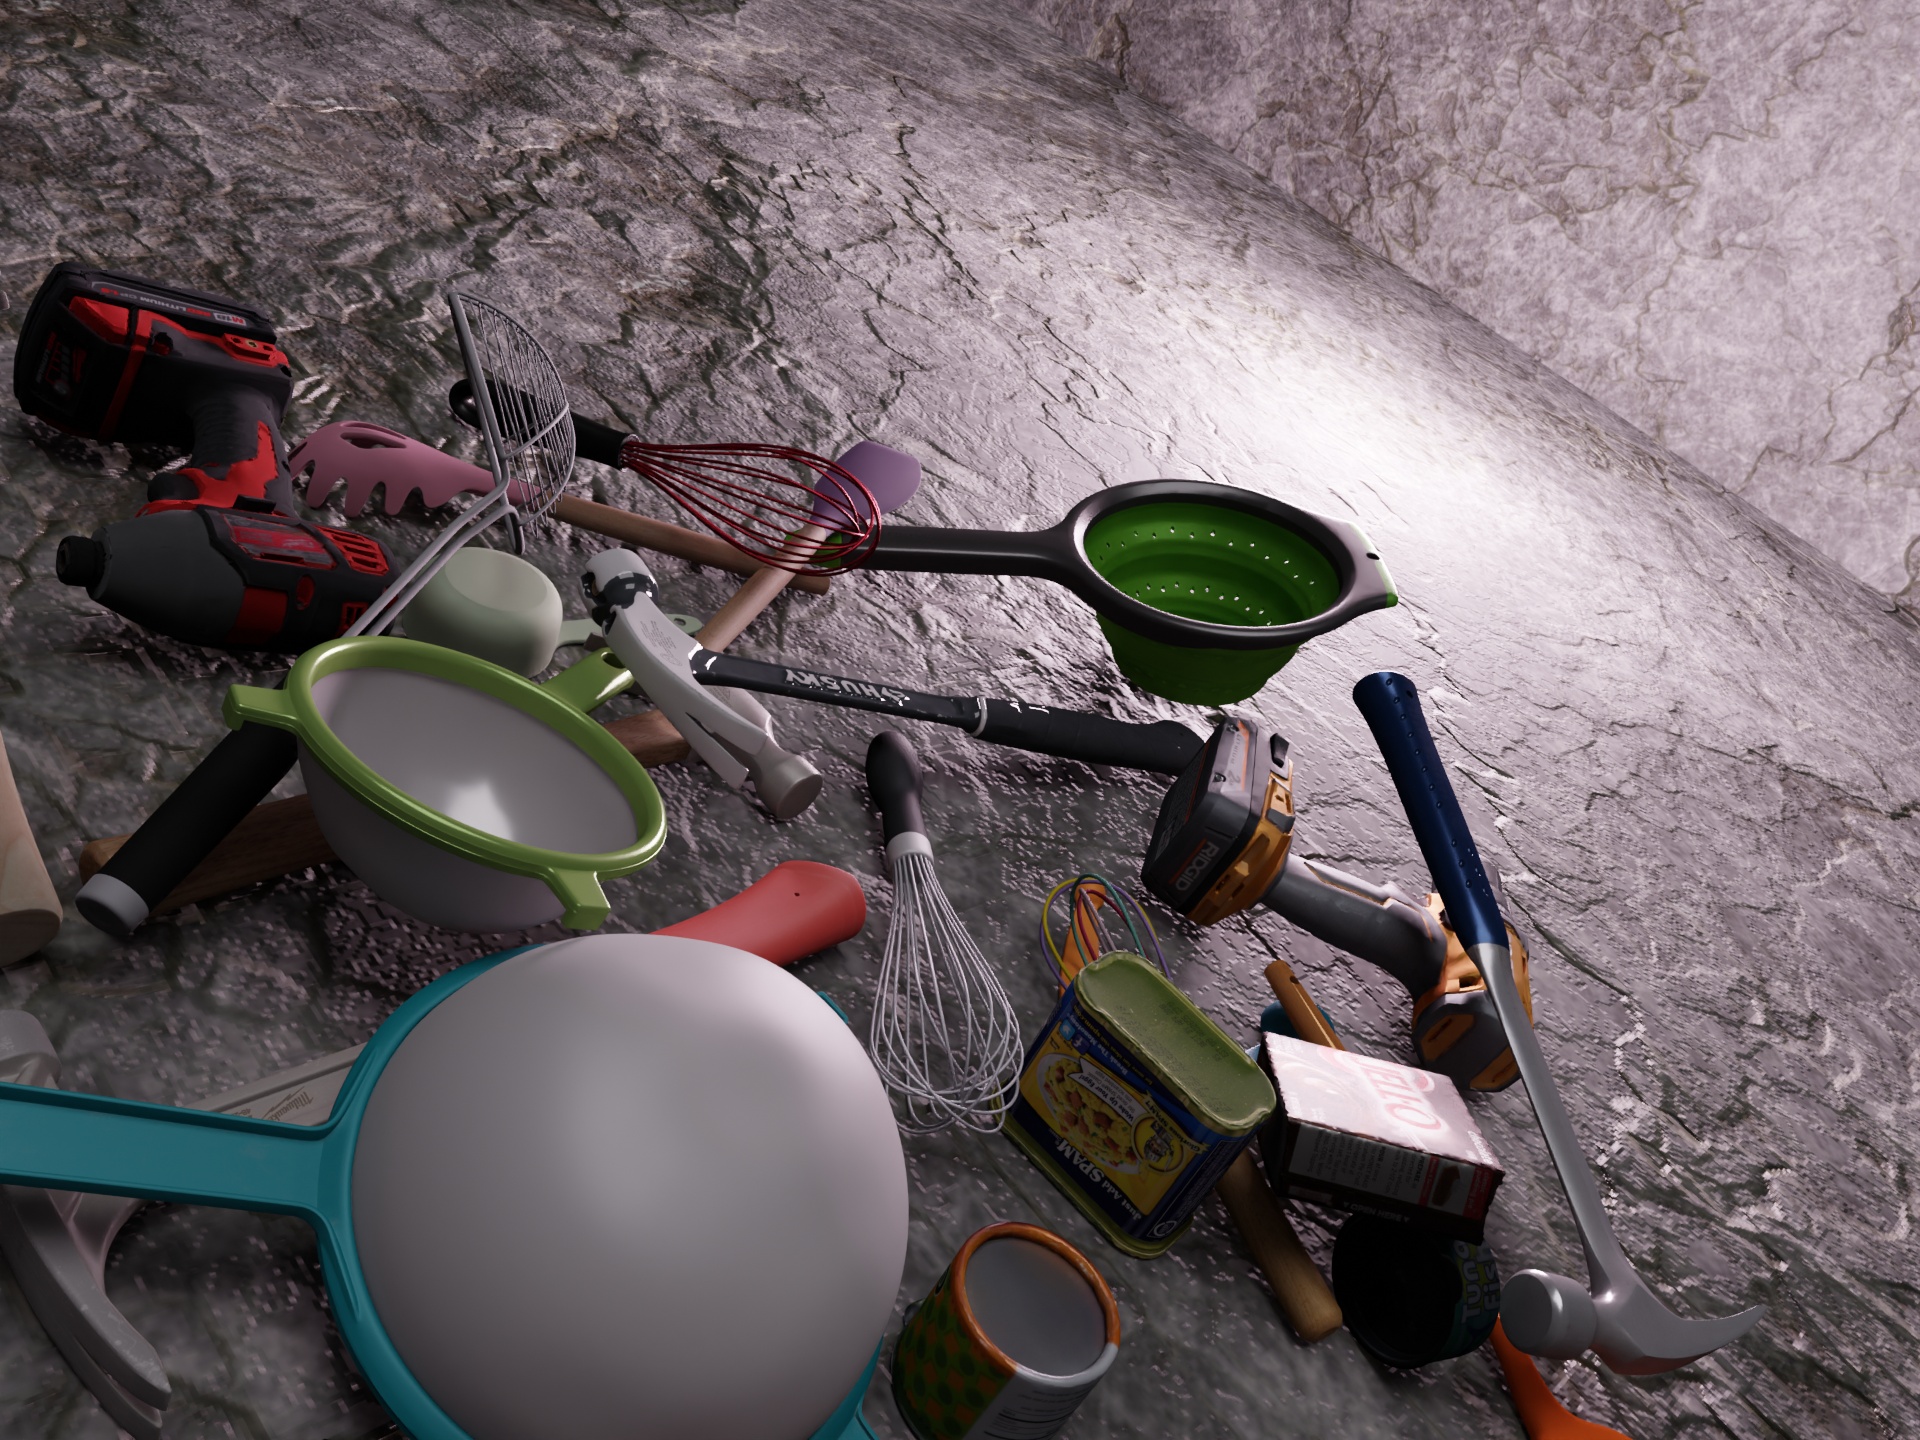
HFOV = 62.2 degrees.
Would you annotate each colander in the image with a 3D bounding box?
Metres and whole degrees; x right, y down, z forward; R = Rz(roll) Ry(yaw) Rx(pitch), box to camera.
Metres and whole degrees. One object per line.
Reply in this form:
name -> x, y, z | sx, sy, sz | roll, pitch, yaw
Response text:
colander -> 0.081, -0.078, 1.058 | 0.397, 0.094, 0.205 | 2, 36, -7

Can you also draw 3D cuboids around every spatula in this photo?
spatula -> 0.230, 0.236, 0.725 | 0.081, 0.041, 0.323 | 0, 45, -35
spatula -> -0.097, -0.102, 0.966 | 0.060, 0.018, 0.316 | 22, 38, 10

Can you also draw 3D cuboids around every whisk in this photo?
whisk -> -0.021, 0.085, 0.756 | 0.070, 0.070, 0.285 | 16, 28, -19
whisk -> -0.180, -0.151, 0.939 | 0.296, 0.073, 0.073 | 21, 29, 16
whisk -> 0.107, 0.167, 0.735 | 0.047, 0.051, 0.245 | 4, 44, -39

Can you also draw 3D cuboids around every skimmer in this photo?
skimmer -> -0.267, -0.057, 0.679 | 0.090, 0.127, 0.363 | 13, 45, 13

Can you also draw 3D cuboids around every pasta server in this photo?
pasta server -> -0.222, -0.114, 0.921 | 0.316, 0.040, 0.060 | 15, 33, -28

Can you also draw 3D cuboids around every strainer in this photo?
strainer -> -0.143, 0.128, 0.493 | 0.340, 0.095, 0.211 | 19, 42, -33
strainer -> -0.190, 0.022, 0.663 | 0.151, 0.069, 0.256 | 31, 14, -3

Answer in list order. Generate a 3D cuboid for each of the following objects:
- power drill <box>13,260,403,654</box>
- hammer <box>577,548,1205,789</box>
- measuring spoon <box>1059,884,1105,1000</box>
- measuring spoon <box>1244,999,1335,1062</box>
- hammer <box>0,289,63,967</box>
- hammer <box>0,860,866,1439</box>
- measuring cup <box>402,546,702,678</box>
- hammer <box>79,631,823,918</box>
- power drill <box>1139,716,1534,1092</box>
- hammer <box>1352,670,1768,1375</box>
power drill -> -0.368, -0.118, 0.755 | 0.143, 0.078, 0.220 | 4, 41, -48
hammer -> -0.001, -0.003, 0.861 | 0.408, 0.036, 0.149 | 10, 30, -41
measuring spoon -> 0.064, 0.116, 0.813 | 0.021, 0.011, 0.117 | 24, 31, -6
measuring spoon -> 0.153, 0.167, 0.797 | 0.042, 0.021, 0.128 | 43, 34, 23
hammer -> -0.428, -0.067, 0.653 | 0.146, 0.038, 0.411 | -20, 55, -29
hammer -> -0.165, 0.123, 0.604 | 0.359, 0.036, 0.149 | -14, 51, -48
measuring cup -> -0.206, -0.060, 0.837 | 0.167, 0.038, 0.083 | -5, 44, -39
hammer -> -0.216, 0.027, 0.710 | 0.130, 0.031, 0.331 | 43, 35, 23
power drill -> 0.226, 0.091, 0.913 | 0.226, 0.084, 0.185 | 32, 31, -1
hammer -> 0.277, 0.130, 0.812 | 0.144, 0.035, 0.406 | 19, 41, -24
